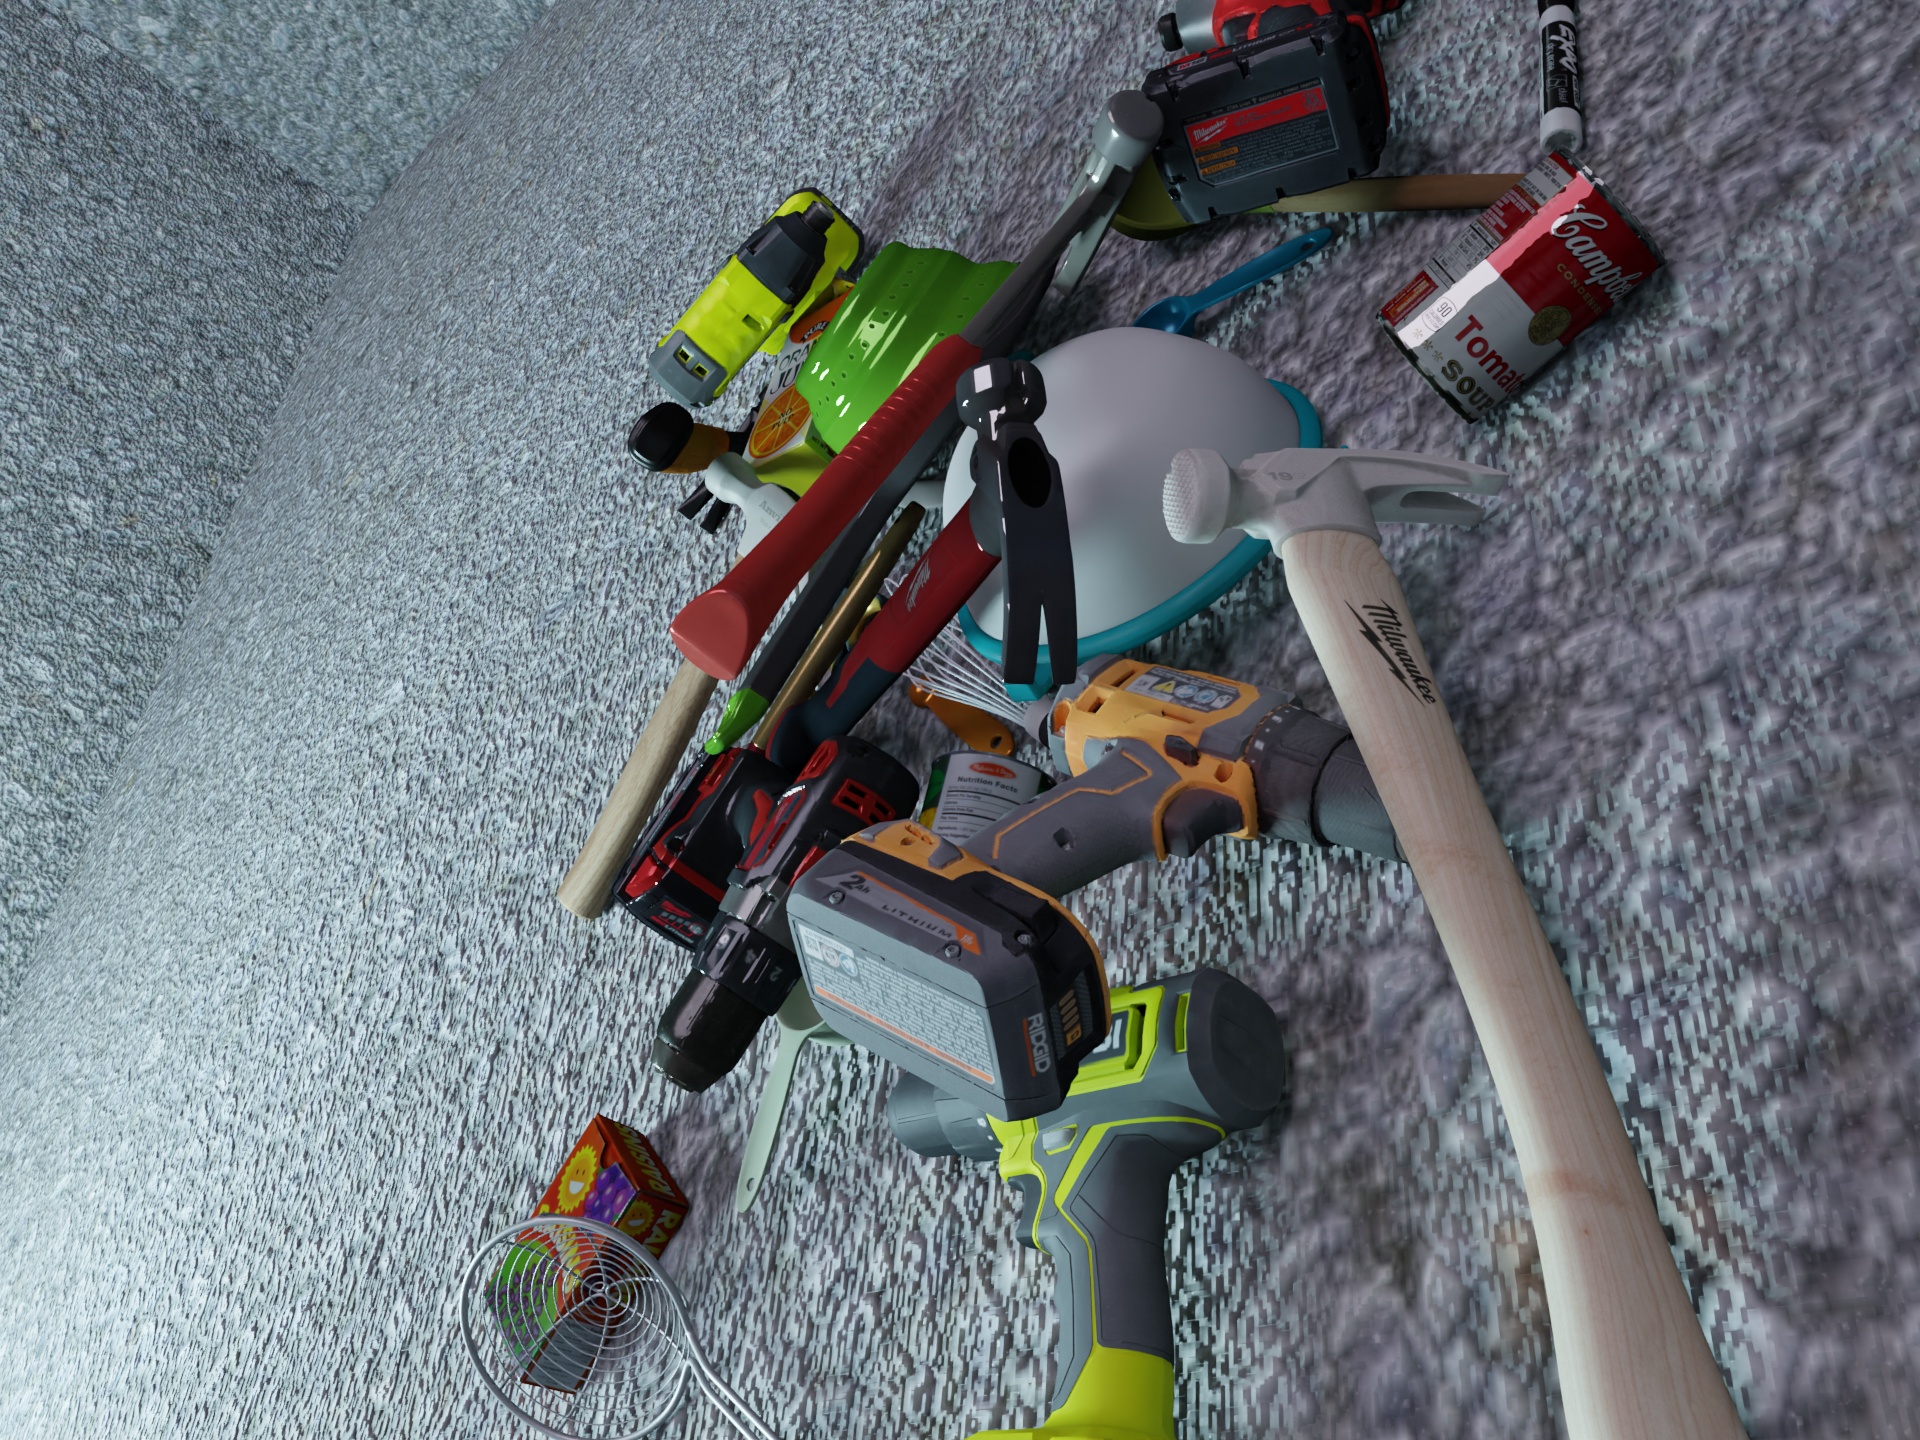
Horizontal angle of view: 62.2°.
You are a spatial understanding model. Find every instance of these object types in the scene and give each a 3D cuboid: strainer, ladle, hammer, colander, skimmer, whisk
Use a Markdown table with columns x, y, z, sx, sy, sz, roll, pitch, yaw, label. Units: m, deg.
| x | y | z | sx | sy | sz | roll | pitch | yaw | label |
| --- | --- | --- | --- | --- | --- | --- | --- | --- | --- |
| 0.052 | -0.164 | 0.852 | 0.211 | 0.095 | 0.341 | -35 | 33 | 8 | strainer |
| 0.186 | -0.293 | 0.858 | 0.078 | 0.062 | 0.320 | -47 | 35 | -14 | ladle |
| -0.019 | -0.155 | 0.773 | 0.359 | 0.036 | 0.149 | -54 | 1 | -26 | hammer |
| -0.073 | -0.161 | 0.951 | 0.397 | 0.094 | 0.204 | -60 | 12 | -24 | colander |
| -0.117 | 0.330 | 0.710 | 0.363 | 0.090 | 0.127 | 14 | 107 | 52 | skimmer |
| 0.187 | 0.059 | 0.554 | 0.038 | 0.146 | 0.411 | 108 | 156 | -52 | hammer |
| 0.029 | -0.011 | 0.835 | 0.070 | 0.070 | 0.285 | -55 | 38 | 4 | whisk |
| -0.180 | -0.184 | 1.105 | 0.127 | 0.034 | 0.337 | -54 | 4 | 8 | hammer |
| -0.186 | -0.006 | 1.066 | 0.130 | 0.031 | 0.331 | 38 | 107 | 28 | hammer |
| -0.036 | -0.023 | 0.813 | 0.386 | 0.038 | 0.143 | 136 | 131 | -62 | hammer |
| -0.113 | -0.006 | 1.005 | 0.315 | 0.031 | 0.069 | -55 | 28 | 13 | ladle |

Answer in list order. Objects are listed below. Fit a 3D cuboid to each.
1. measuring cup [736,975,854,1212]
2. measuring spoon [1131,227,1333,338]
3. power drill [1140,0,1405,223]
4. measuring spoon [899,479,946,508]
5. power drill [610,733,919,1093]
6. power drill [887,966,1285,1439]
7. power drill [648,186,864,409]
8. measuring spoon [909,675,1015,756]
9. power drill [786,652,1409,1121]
| x | y | z | sx | sy | sz | roll | pitch | yaw | label |
| --- | --- | --- | --- | --- | --- | --- | --- | --- | --- |
| -0.075 | 0.176 | 0.828 | 0.083 | 0.038 | 0.168 | -4 | 62 | 50 | measuring cup |
| 0.153 | -0.236 | 0.893 | 0.128 | 0.021 | 0.042 | -24 | 43 | 27 | measuring spoon |
| 0.167 | -0.366 | 0.869 | 0.143 | 0.078 | 0.220 | -9 | 41 | 25 | power drill |
| -0.013 | -0.150 | 1.024 | 0.124 | 0.018 | 0.034 | 8 | 70 | 54 | measuring spoon |
| -0.120 | 0.095 | 0.851 | 0.188 | 0.080 | 0.227 | -58 | 19 | -13 | power drill |
| 0.032 | 0.219 | 0.627 | 0.190 | 0.080 | 0.229 | -23 | 44 | 38 | power drill |
| -0.144 | -0.333 | 1.209 | 0.171 | 0.080 | 0.223 | -44 | 14 | 20 | power drill |
| -0.001 | -0.003 | 0.898 | 0.021 | 0.011 | 0.117 | -57 | 34 | 1 | measuring spoon |
| 0.070 | 0.055 | 0.622 | 0.185 | 0.084 | 0.226 | 18 | 41 | 40 | power drill |
